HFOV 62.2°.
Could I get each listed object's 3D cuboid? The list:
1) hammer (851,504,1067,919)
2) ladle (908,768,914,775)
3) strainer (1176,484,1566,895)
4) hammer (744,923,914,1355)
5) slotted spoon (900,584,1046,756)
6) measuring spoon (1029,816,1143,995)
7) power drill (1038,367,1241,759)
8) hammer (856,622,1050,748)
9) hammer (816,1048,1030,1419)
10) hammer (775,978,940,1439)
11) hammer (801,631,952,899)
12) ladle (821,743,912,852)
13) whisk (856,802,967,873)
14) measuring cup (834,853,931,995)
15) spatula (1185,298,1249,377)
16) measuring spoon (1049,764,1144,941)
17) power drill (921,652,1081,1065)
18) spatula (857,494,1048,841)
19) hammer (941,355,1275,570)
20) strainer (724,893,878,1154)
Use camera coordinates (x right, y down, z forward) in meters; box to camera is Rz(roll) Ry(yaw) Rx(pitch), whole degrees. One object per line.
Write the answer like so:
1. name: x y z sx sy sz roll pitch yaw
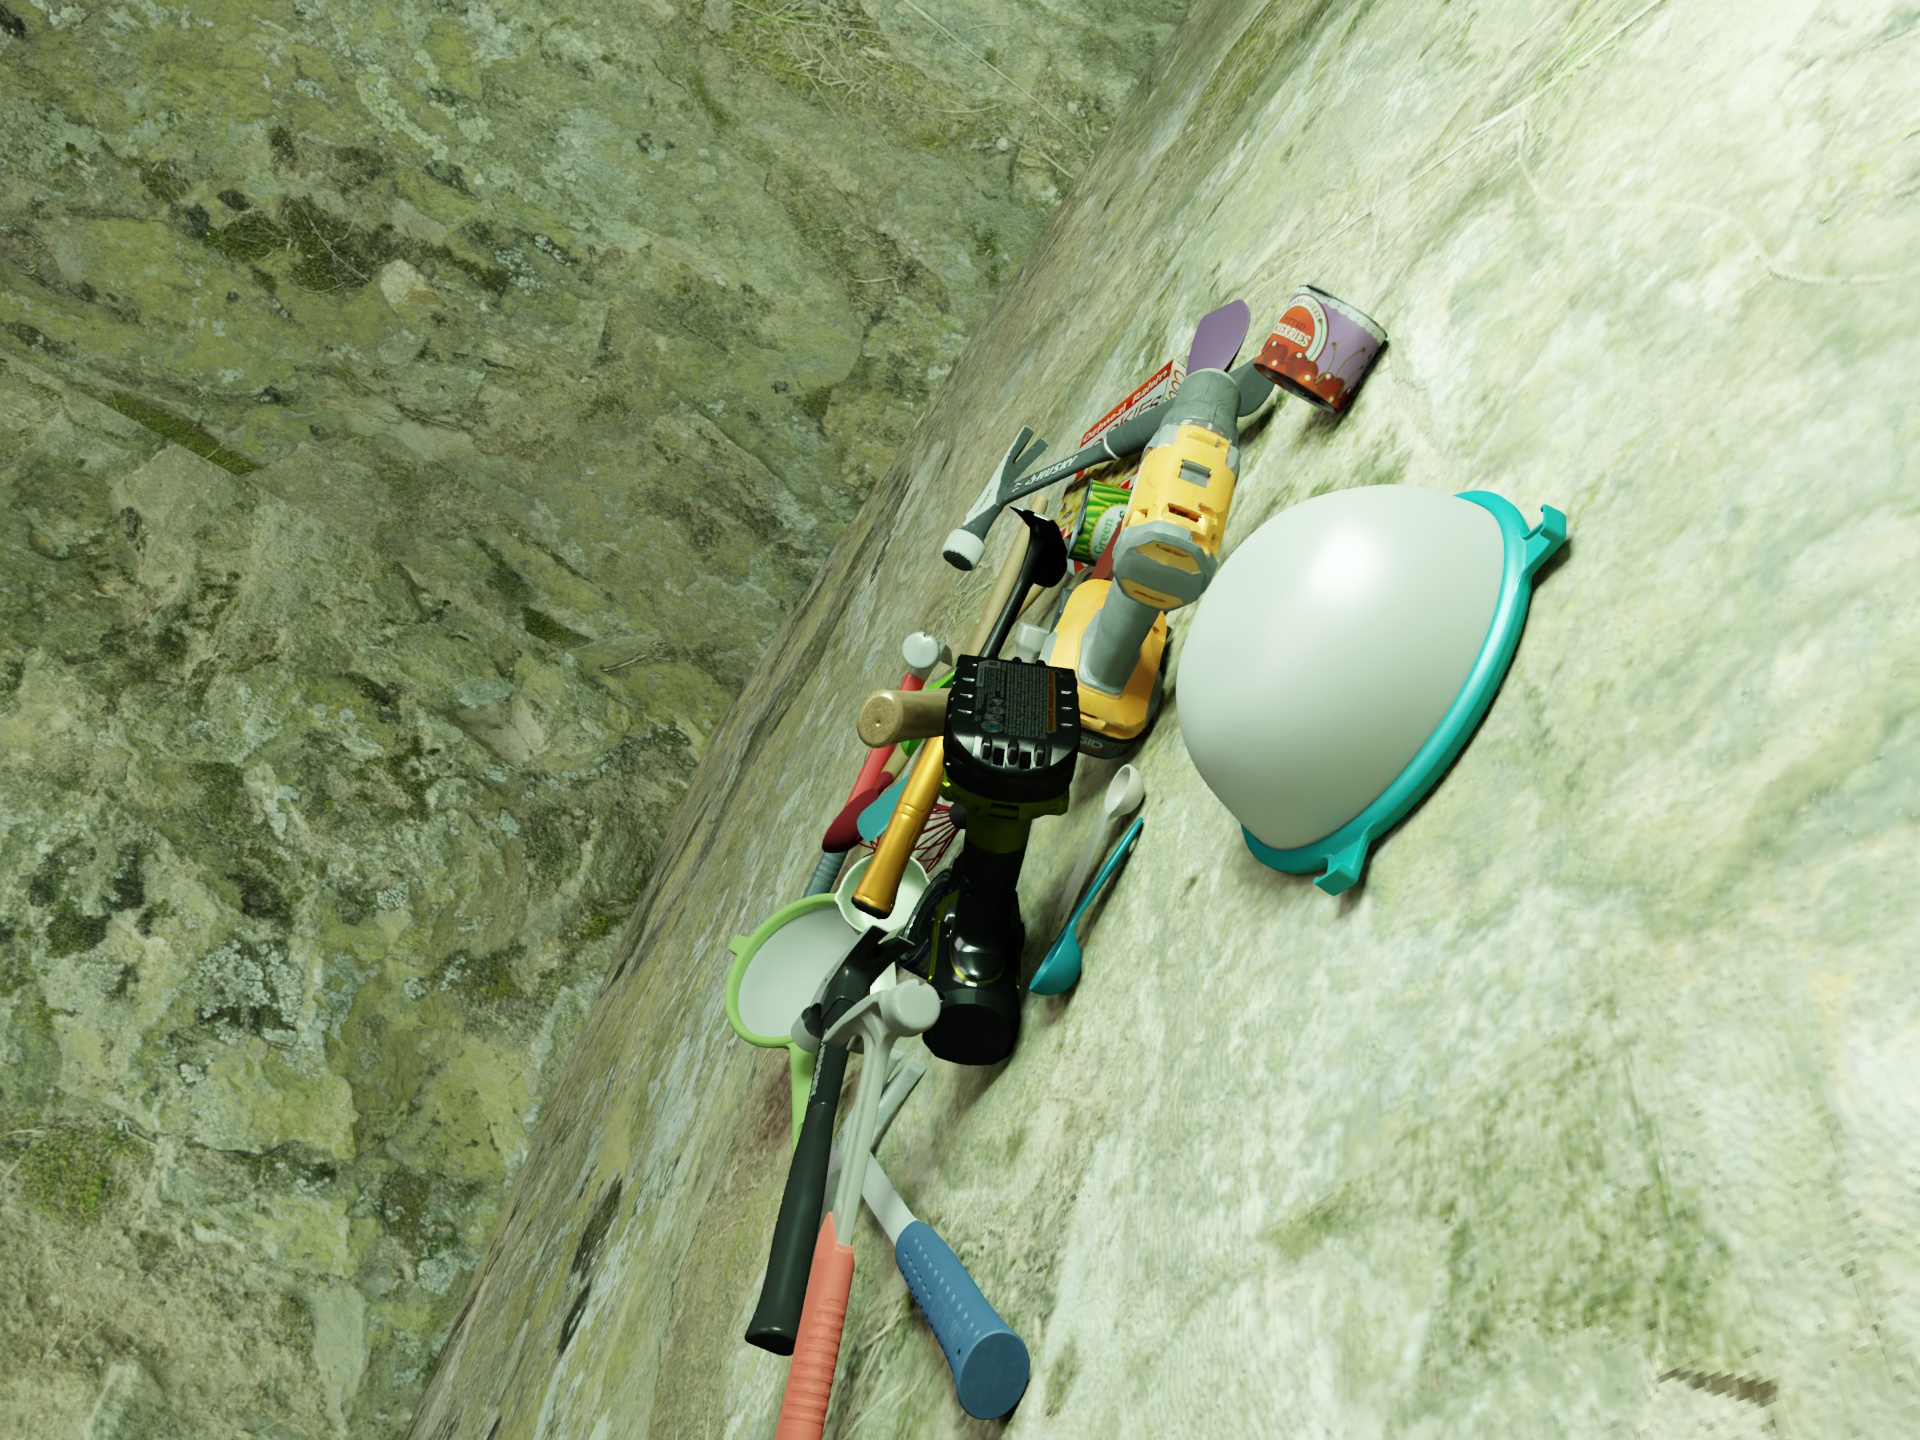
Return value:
1. hammer: -0.002 -0.004 1.235 0.337 0.034 0.127 -65 -15 -8
2. ladle: -0.019 0.046 1.476 0.320 0.062 0.078 128 165 -61
3. strainer: 0.158 -0.051 0.834 0.211 0.095 0.340 -60 14 5
4. hammer: -0.096 0.279 1.081 0.146 0.035 0.335 -55 14 30
5. slotted spoon: 0.044 -0.095 1.440 0.314 0.031 0.070 -49 -9 3
6. measuring spoon: 0.084 0.114 0.961 0.129 0.021 0.042 -55 -2 -18
7. power drill: 0.120 -0.104 1.030 0.226 0.084 0.185 111 179 -52
8. hammer: -0.003 -0.004 1.090 0.331 0.031 0.130 -9 -61 -73
9. hammer: -0.030 0.299 0.941 0.144 0.035 0.405 -62 13 -6
10. hammer: -0.080 0.333 0.912 0.149 0.036 0.359 133 152 -57
11. hammer: -0.106 0.091 1.666 0.386 0.038 0.143 -65 -7 0
12. ladle: -0.065 0.045 1.542 0.069 0.031 0.315 -61 -2 28
13. whisk: -0.009 0.081 1.302 0.296 0.073 0.073 -27 35 57
14. measuring cup: -0.058 0.187 1.284 0.038 0.083 0.168 68 -163 -56
15. spatula: 0.193 -0.244 1.297 0.060 0.018 0.316 -18 41 39
16. measuring spoon: 0.088 0.087 1.009 0.034 0.018 0.124 -123 56 -76
17. power drill: 0.020 0.077 1.012 0.191 0.080 0.228 -84 2 -60
18. spatula: -0.002 -0.043 1.321 0.082 0.044 0.317 -138 71 -76
19. hammer: 0.120 -0.225 1.314 0.409 0.036 0.149 -13 44 61
20. strainer: -0.116 0.262 1.317 0.151 0.069 0.257 -24 41 15
